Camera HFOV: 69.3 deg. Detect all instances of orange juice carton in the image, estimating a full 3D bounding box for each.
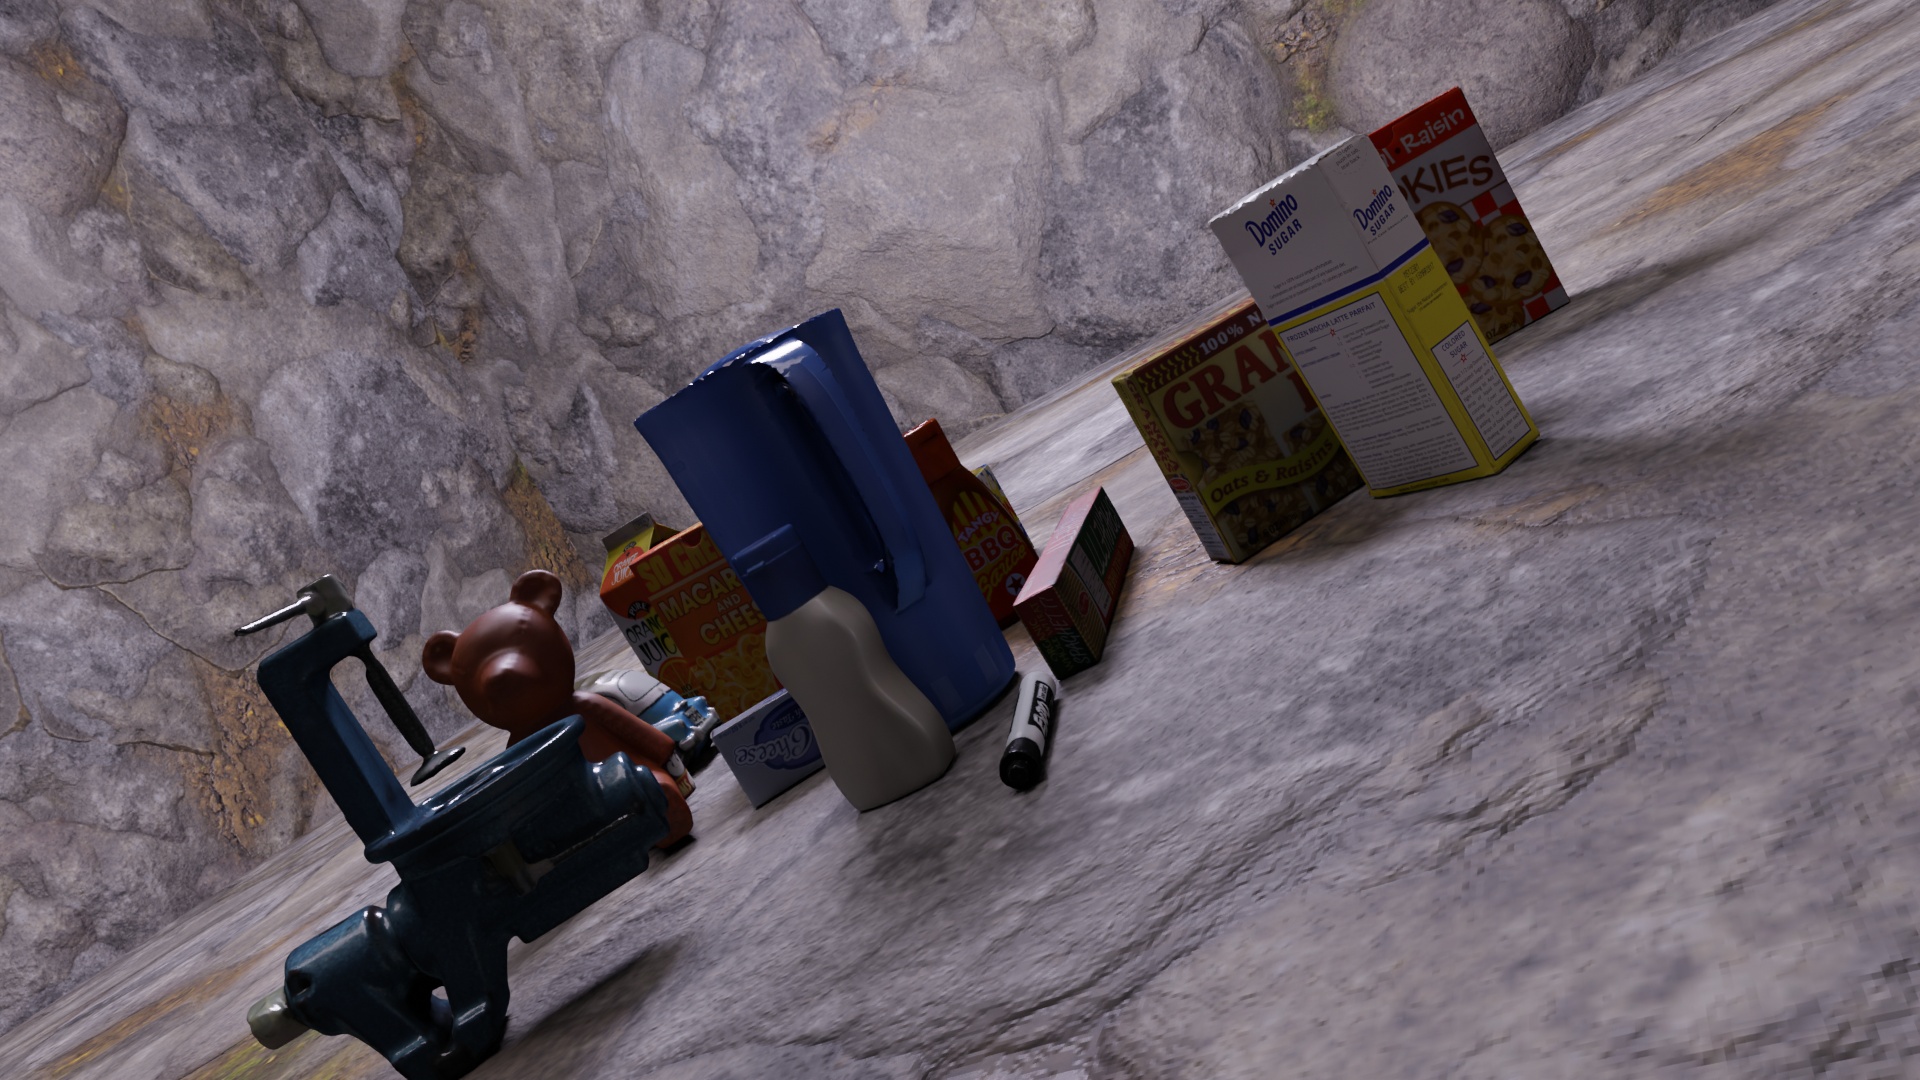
[{"bbox_3d":[-0.248,0.069,1.228,0.071,0.192,0.073,-25,8,37],"label":"orange juice carton"}]

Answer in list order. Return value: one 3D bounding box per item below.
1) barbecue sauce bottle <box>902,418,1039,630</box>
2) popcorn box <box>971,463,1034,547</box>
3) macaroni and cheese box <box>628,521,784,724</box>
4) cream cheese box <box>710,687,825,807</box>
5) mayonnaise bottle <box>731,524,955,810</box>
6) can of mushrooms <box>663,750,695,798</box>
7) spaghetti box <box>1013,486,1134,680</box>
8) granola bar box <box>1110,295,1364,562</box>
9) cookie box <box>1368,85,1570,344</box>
[{"bbox_3d":[0.003,-0.012,0.960,0.065,0.148,0.043,-33,7,-23],"label":"barbecue sauce bottle"},{"bbox_3d":[0.016,-0.007,1.128,0.038,0.085,0.127,-28,7,16],"label":"popcorn box"},{"bbox_3d":[-0.137,0.058,0.963,0.123,0.166,0.040,-27,8,27],"label":"macaroni and cheese box"},{"bbox_3d":[-0.096,0.115,0.861,0.104,0.053,0.024,-31,7,-8],"label":"cream cheese box"},{"bbox_3d":[-0.064,0.063,0.711,0.064,0.148,0.041,-27,7,22],"label":"mayonnaise bottle"},{"bbox_3d":[-0.227,0.182,1.005,0.071,0.033,0.071,-30,7,4],"label":"can of mushrooms"},{"bbox_3d":[0.075,0.019,0.857,0.028,0.050,0.251,-28,7,17],"label":"spaghetti box"},{"bbox_3d":[0.189,-0.081,0.795,0.166,0.124,0.039,-31,7,-10],"label":"granola bar box"},{"bbox_3d":[0.323,-0.208,0.961,0.123,0.167,0.040,-29,7,9],"label":"cookie box"}]
